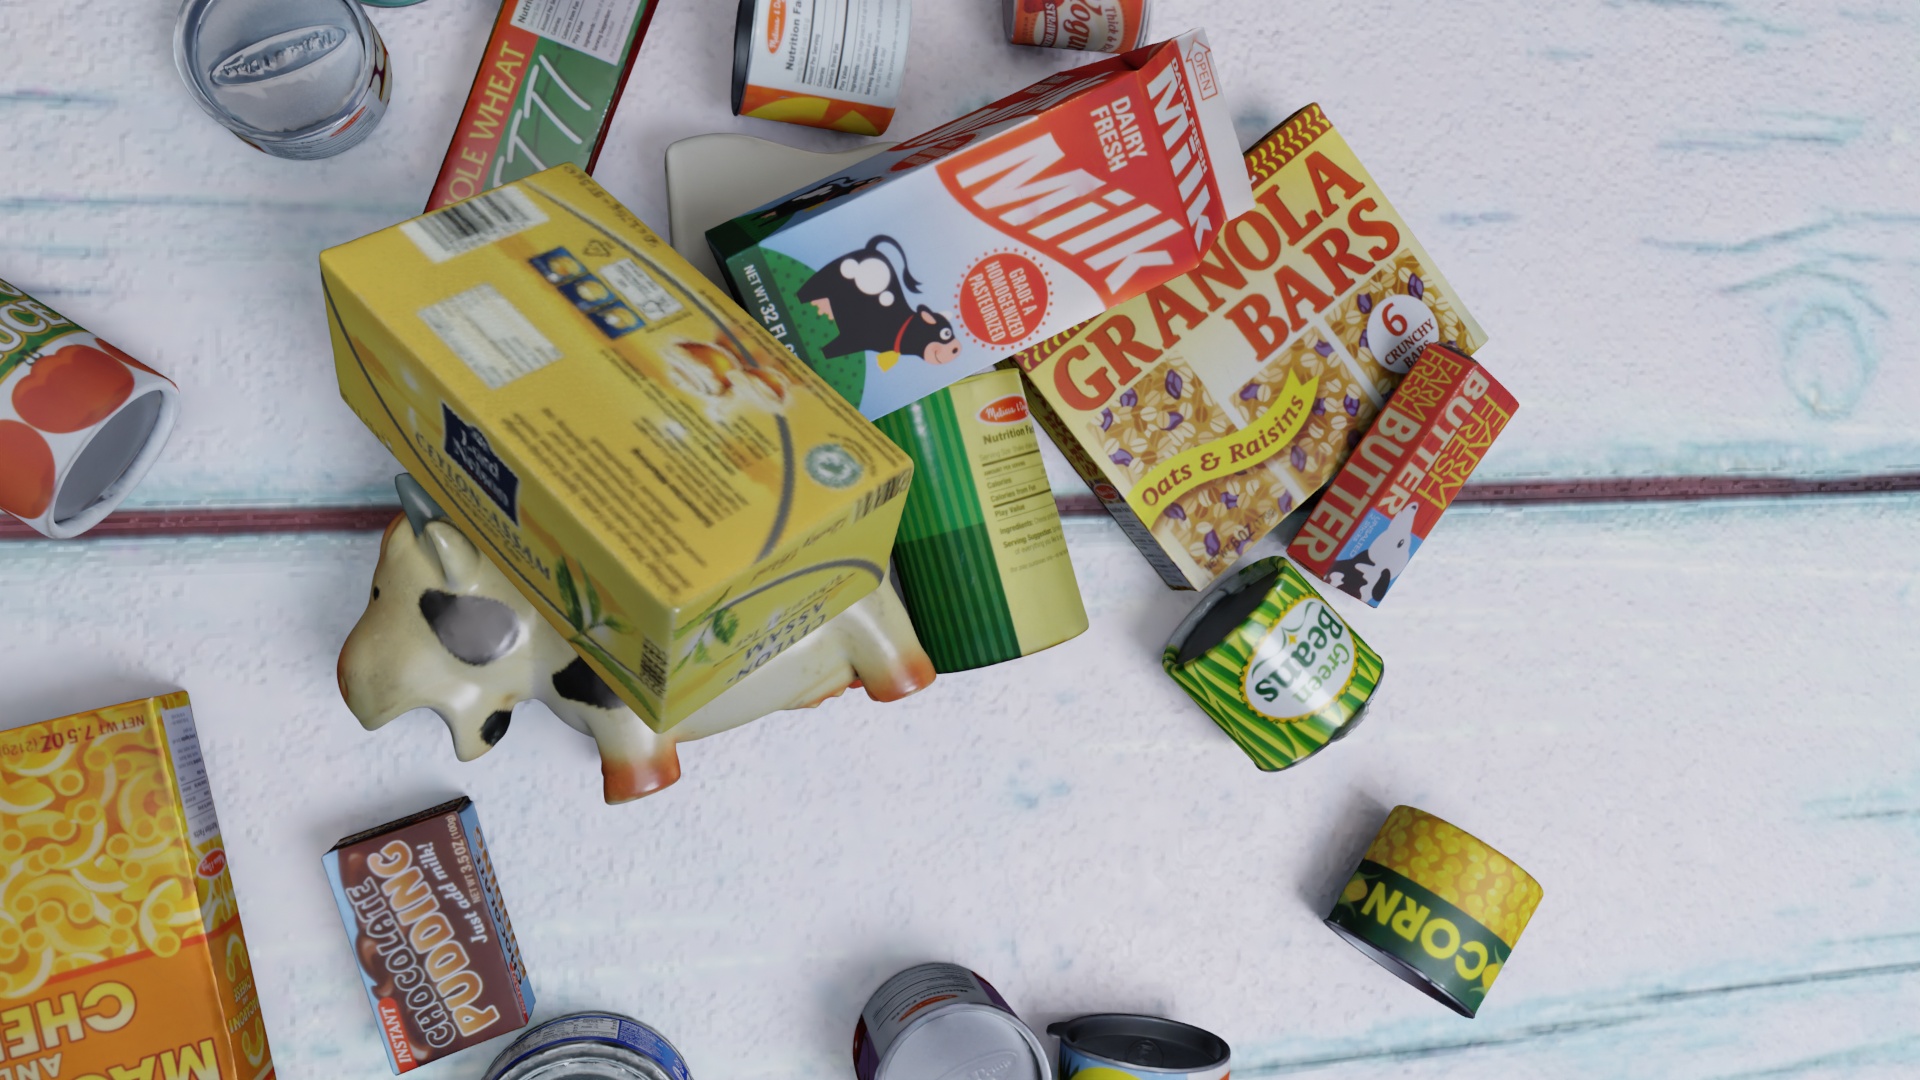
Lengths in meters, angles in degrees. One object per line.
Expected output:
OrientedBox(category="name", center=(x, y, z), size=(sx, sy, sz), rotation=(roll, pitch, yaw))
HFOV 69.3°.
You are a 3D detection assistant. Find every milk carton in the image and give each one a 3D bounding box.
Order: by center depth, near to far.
OrientedBox(category="milk carton", center=(0.013, -0.112, 0.492), size=(0.191, 0.073, 0.072), rotation=(-25, 114, -7))

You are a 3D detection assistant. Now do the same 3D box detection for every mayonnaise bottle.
OrientedBox(category="mayonnaise bottle", center=(-0.038, -0.125, 0.539), size=(0.148, 0.041, 0.064), rotation=(-5, 96, -13))

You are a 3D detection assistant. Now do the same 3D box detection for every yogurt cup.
OrientedBox(category="yogurt cup", center=(0.045, -0.226, 0.549), size=(0.054, 0.072, 0.072), rotation=(-3, 89, -3))

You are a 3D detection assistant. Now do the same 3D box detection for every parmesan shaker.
OrientedBox(category="parmesan shaker", center=(0.002, -0.007, 0.527), size=(0.071, 0.071, 0.103), rotation=(-16, 92, -12))

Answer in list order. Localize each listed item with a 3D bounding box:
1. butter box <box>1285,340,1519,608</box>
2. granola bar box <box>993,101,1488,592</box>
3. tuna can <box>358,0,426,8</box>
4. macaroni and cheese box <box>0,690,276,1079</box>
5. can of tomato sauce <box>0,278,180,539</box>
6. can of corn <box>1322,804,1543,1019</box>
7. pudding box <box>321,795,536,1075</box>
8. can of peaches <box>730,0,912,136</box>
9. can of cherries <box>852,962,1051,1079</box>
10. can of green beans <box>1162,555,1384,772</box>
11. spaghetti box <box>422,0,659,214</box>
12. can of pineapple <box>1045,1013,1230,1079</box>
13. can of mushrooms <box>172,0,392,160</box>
OrientedBox(category="butter box", center=(0.178, -0.025, 0.560), size=(0.053, 0.024, 0.103), rotation=(22, 105, -47))
OrientedBox(category="granola bar box", center=(0.114, -0.078, 0.568), size=(0.166, 0.039, 0.124), rotation=(-40, 96, -10))
OrientedBox(category="tuna can", center=(-0.213, -0.234, 0.511), size=(0.071, 0.033, 0.071), rotation=(0, 88, -11))
OrientedBox(category="macaroni and cheese box", center=(-0.313, 0.147, 0.471), size=(0.124, 0.040, 0.166), rotation=(-13, 90, -12))
OrientedBox(category="can of tomato sauce", center=(-0.319, -0.050, 0.463), size=(0.083, 0.071, 0.071), rotation=(33, 82, -9))
OrientedBox(category="can of corn", center=(0.190, 0.148, 0.558), size=(0.071, 0.071, 0.058), rotation=(36, 81, -8))
OrientedBox(category="pudding box", center=(-0.191, 0.141, 0.501), size=(0.050, 0.030, 0.083), rotation=(-17, 91, -11))
OrientedBox(category="can of peaches", center=(-0.054, -0.190, 0.525), size=(0.058, 0.071, 0.071), rotation=(5, 87, -15))
OrientedBox(category="can of cherries", center=(-0.004, 0.202, 0.522), size=(0.071, 0.058, 0.071), rotation=(1, 87, -12))
OrientedBox(category="can of green beans", center=(0.123, 0.048, 0.551), size=(0.058, 0.071, 0.071), rotation=(46, 80, -6))
OrientedBox(category="spaghetti box", center=(-0.159, -0.157, 0.521), size=(0.050, 0.028, 0.250), rotation=(19, 84, -10))
OrientedBox(category="can of pineapple", center=(0.067, 0.220, 0.533), size=(0.071, 0.071, 0.058), rotation=(5, 87, -11))
OrientedBox(category="can of mushrooms", center=(-0.243, -0.175, 0.501), size=(0.071, 0.033, 0.071), rotation=(0, 90, -10))
